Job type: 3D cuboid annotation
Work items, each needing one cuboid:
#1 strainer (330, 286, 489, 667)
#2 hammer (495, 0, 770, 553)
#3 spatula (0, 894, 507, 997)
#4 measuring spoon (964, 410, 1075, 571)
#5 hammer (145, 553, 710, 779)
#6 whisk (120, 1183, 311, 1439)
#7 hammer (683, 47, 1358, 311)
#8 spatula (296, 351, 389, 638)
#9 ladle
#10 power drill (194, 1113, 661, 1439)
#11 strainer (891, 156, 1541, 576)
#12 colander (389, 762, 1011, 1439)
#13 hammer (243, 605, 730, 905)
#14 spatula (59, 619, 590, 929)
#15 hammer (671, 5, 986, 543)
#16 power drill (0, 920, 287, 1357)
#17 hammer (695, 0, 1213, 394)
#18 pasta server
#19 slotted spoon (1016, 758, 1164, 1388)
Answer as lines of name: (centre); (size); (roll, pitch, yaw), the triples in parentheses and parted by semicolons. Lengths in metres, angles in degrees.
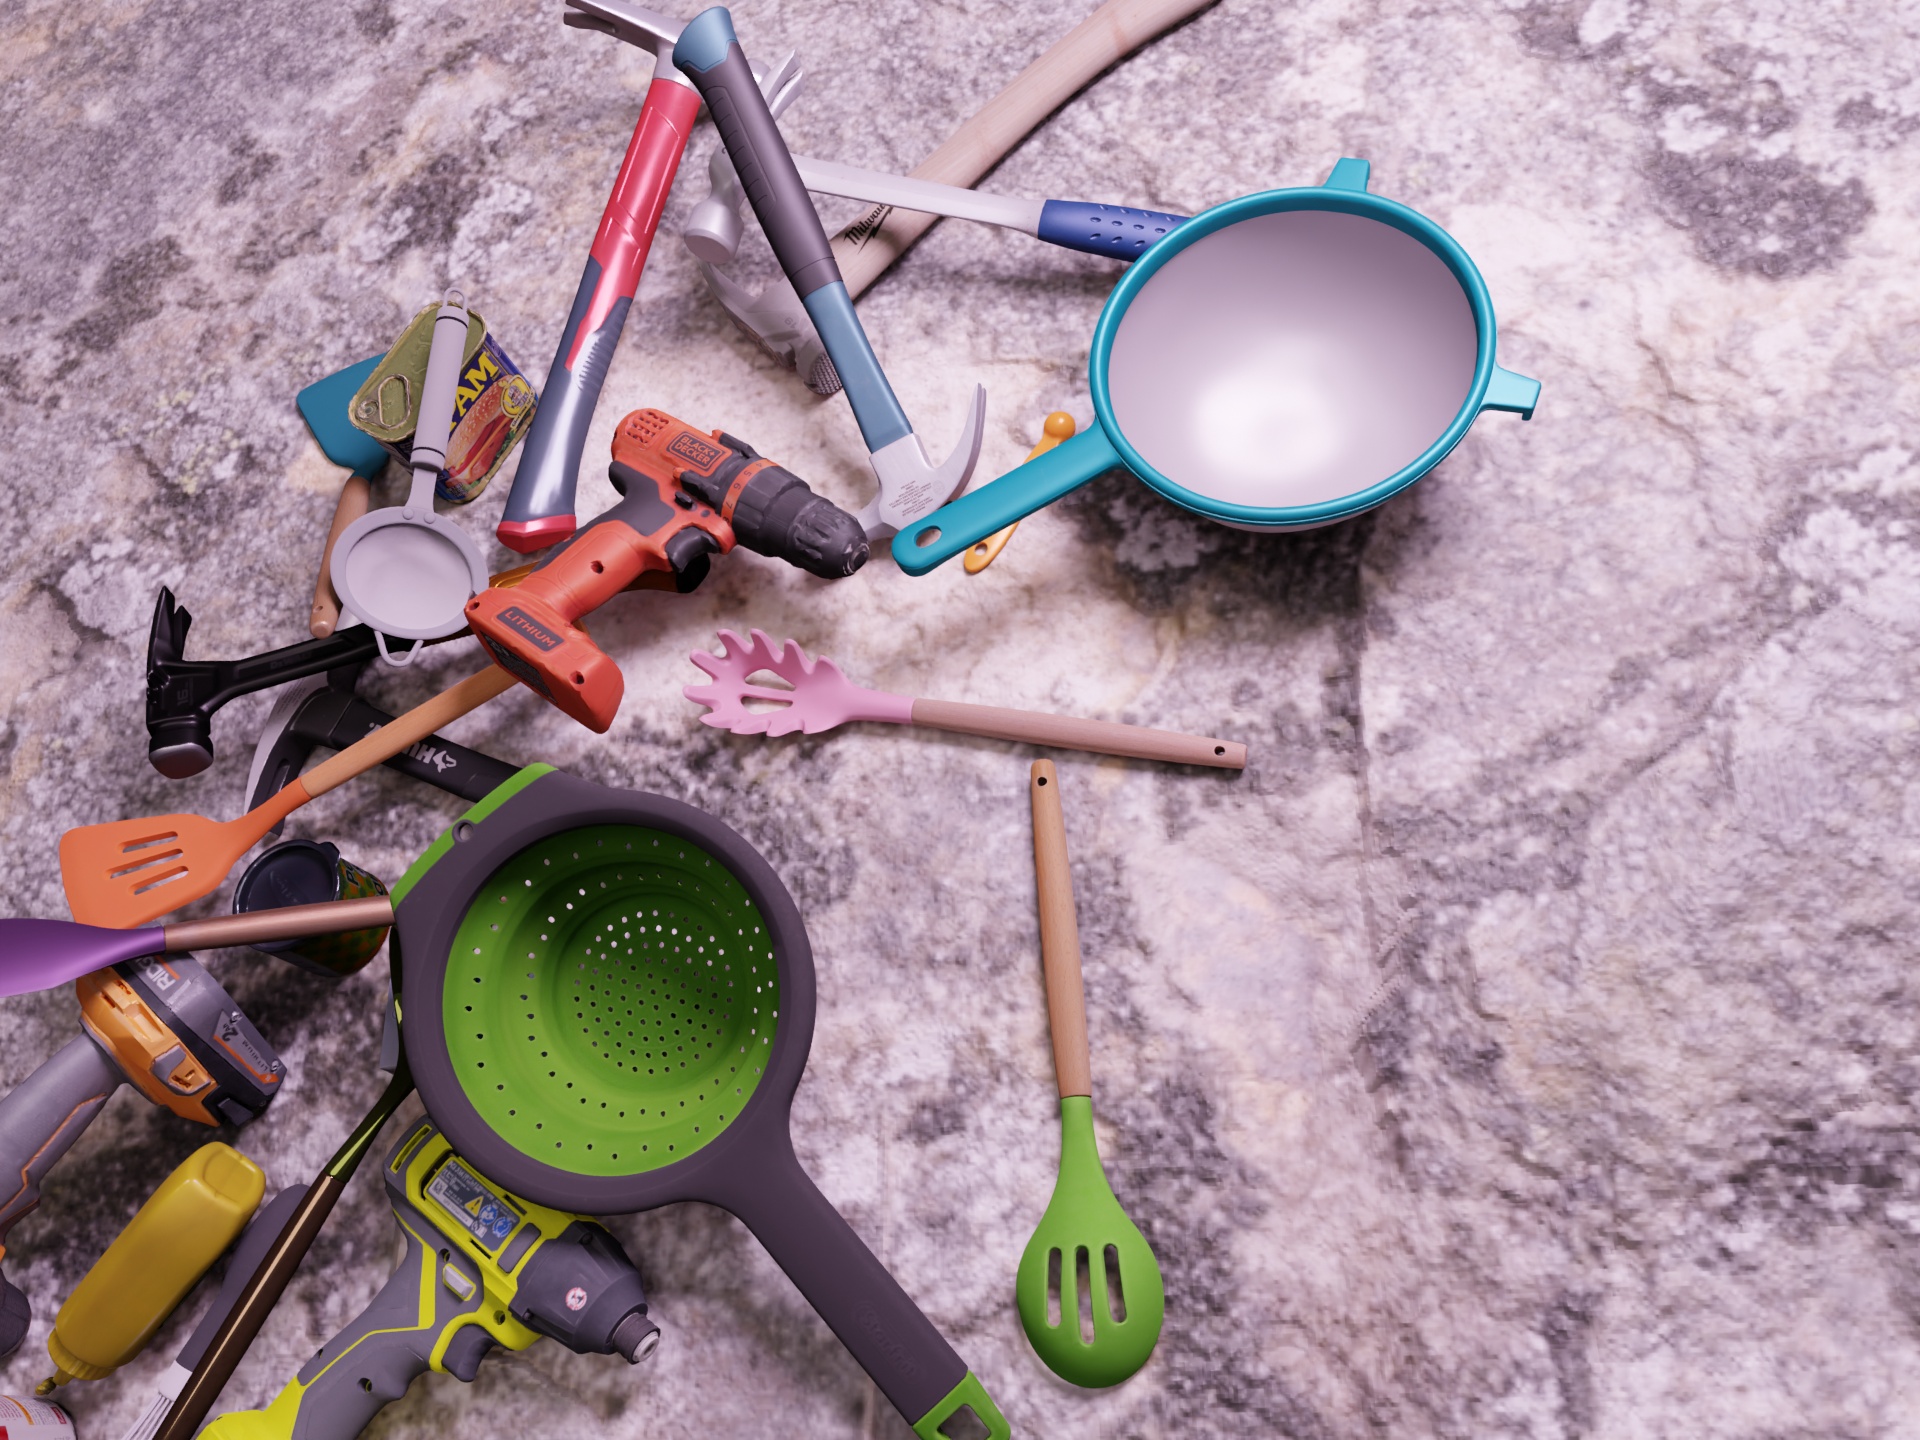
strainer: (-0.315, -0.144, 0.938); (0.086, 0.050, 0.259); (12, 68, -23)
hammer: (-0.244, -0.294, 1.041); (0.143, 0.038, 0.386); (18, 74, -13)
spatula: (-0.390, 0.110, 0.836); (0.315, 0.018, 0.060); (-5, 37, -28)
measuring spoon: (0.034, -0.137, 0.939); (0.021, 0.011, 0.117); (26, 76, 23)
hammer: (-0.318, -0.065, 0.957); (0.337, 0.034, 0.127); (-16, 57, -4)
whisk: (-0.416, 0.371, 0.816); (0.070, 0.070, 0.285); (19, 68, 21)
hammer: (0.041, -0.312, 0.967); (0.405, 0.035, 0.144); (14, 74, 11)
spatula: (-0.389, -0.144, 0.998); (0.082, 0.044, 0.318); (-23, 36, 2)
ladle: (-0.344, 0.251, 0.809); (0.320, 0.062, 0.078); (-61, 25, -14)
power drill: (-0.265, 0.328, 0.781); (0.171, 0.080, 0.223); (30, 74, 25)
strainer: (0.125, -0.150, 0.877); (0.340, 0.095, 0.211); (-28, 63, 4)
colander: (-0.115, 0.200, 0.800); (0.204, 0.094, 0.397); (-42, 81, -2)
hammer: (-0.272, 0.043, 0.929); (0.335, 0.035, 0.146); (19, 72, 21)
spatula: (-0.360, 0.023, 0.918); (0.322, 0.041, 0.081); (-30, 62, -2)
hammer: (-0.089, -0.265, 0.940); (0.128, 0.033, 0.331); (-25, 88, 9)
power drill: (-0.479, 0.235, 0.845); (0.084, 0.185, 0.226); (33, 60, 25)
hammer: (0.012, -0.387, 1.042); (0.410, 0.038, 0.146); (-42, 62, -6)
pasta server: (-0.001, -0.003, 0.876); (0.316, 0.040, 0.060); (8, 81, 17)
slotted spoon: (0.053, 0.164, 0.796); (0.070, 0.031, 0.314); (-9, 64, 11)
